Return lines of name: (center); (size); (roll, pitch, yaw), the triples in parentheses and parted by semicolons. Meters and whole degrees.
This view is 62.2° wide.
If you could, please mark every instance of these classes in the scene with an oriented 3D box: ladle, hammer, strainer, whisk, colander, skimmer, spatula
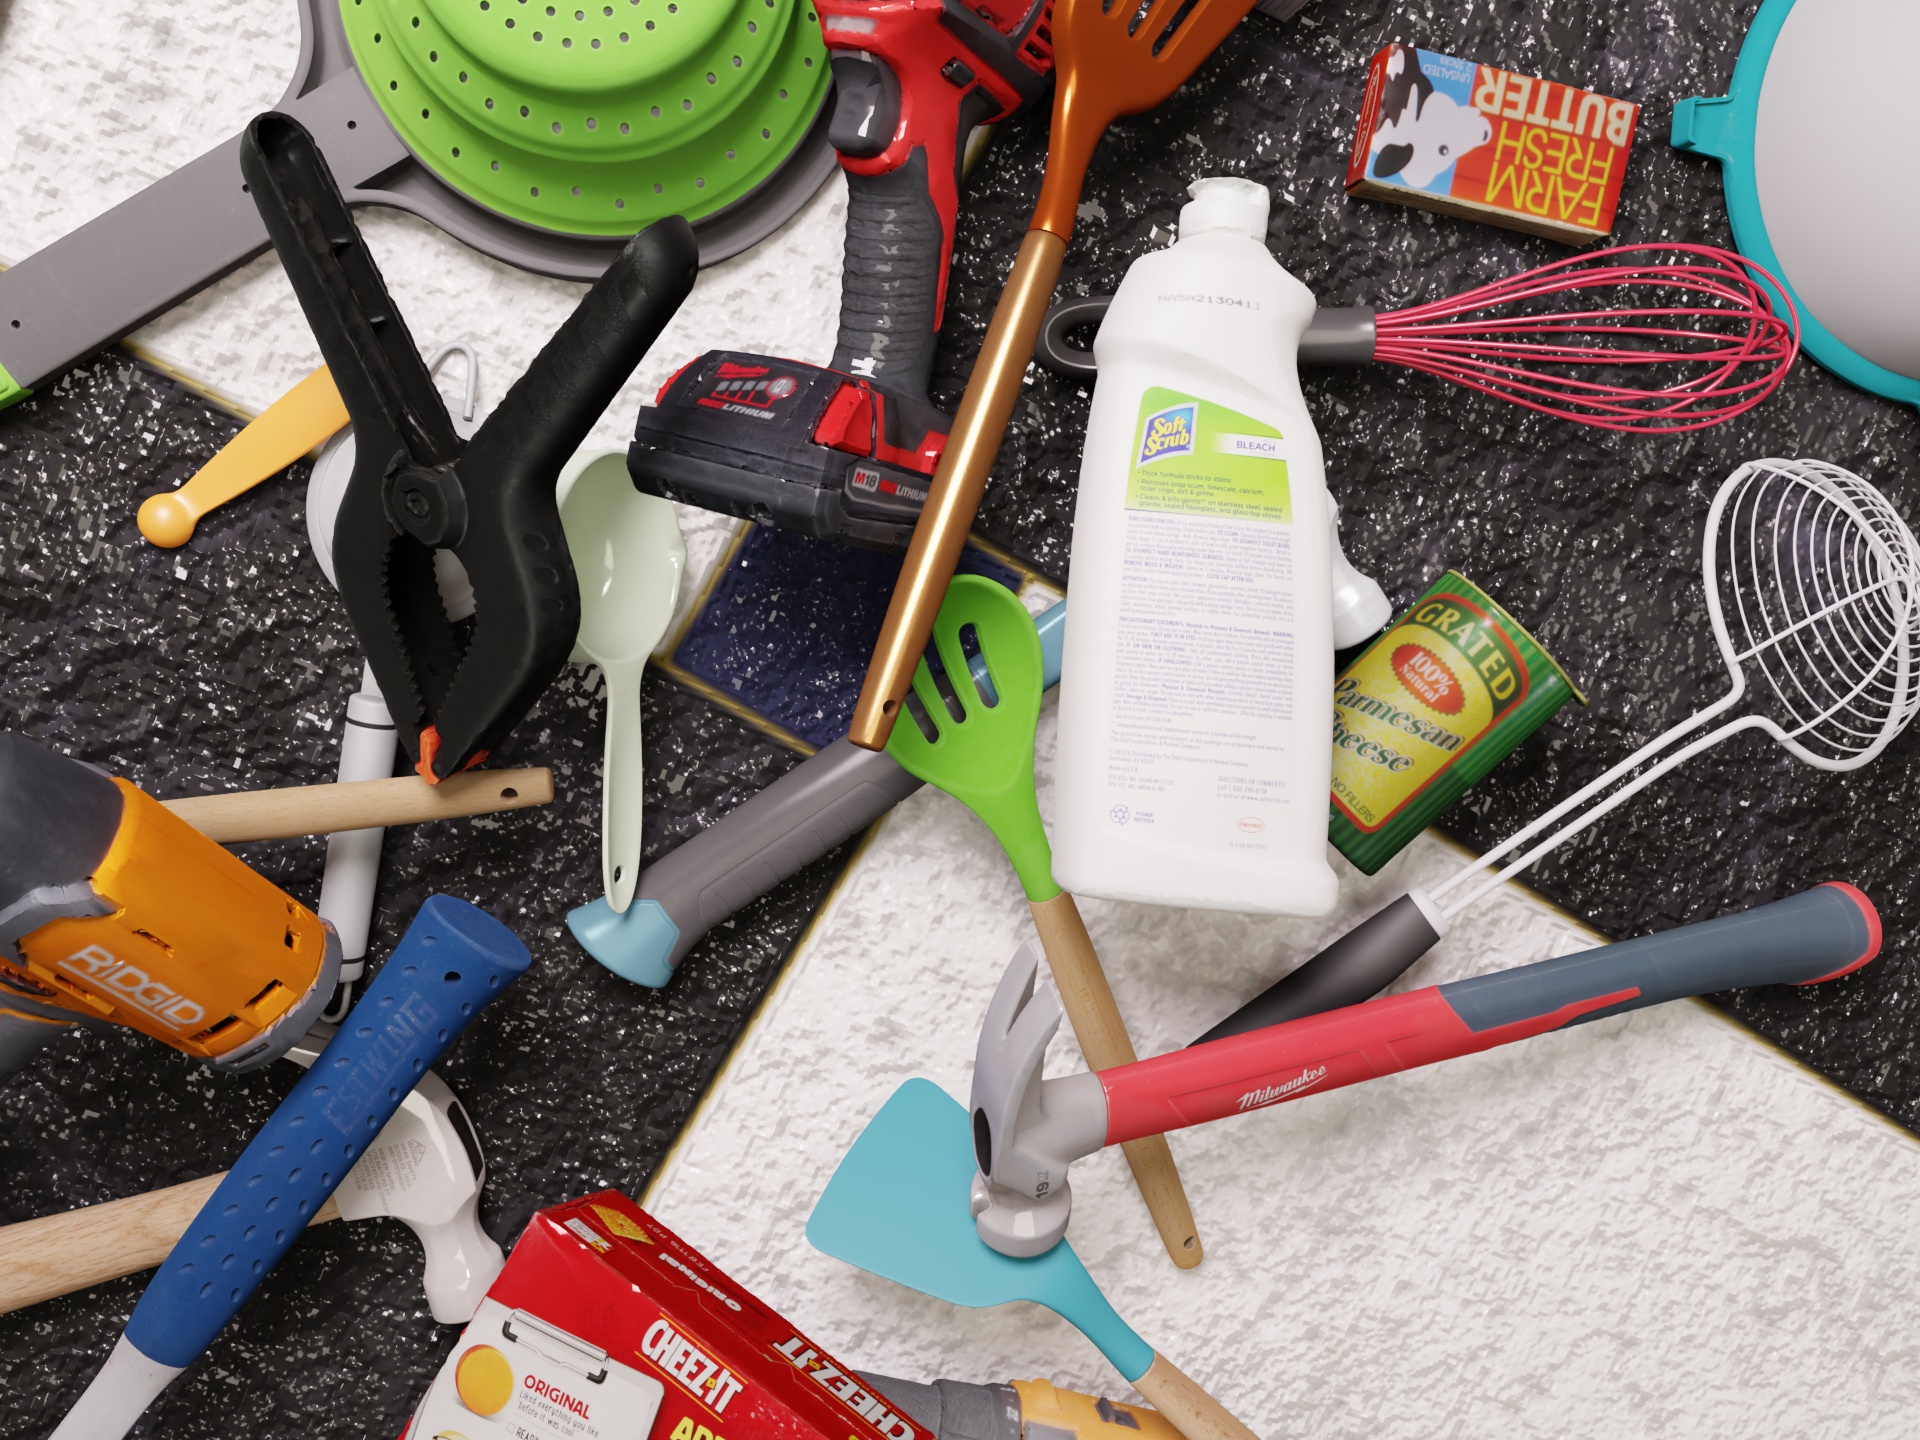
ladle: (-0.304, 0.036, 0.555); (0.320, 0.062, 0.078); (-6, 108, -6)
hammer: (0.191, 0.103, 0.600); (0.386, 0.038, 0.143); (-10, 132, -16)
strainer: (-0.211, -0.011, 0.578); (0.087, 0.050, 0.258); (13, 99, 7)
whisk: (0.174, -0.145, 0.604); (0.296, 0.073, 0.073); (0, 97, -1)
colander: (-0.193, -0.212, 0.526); (0.397, 0.094, 0.204); (-32, 100, -3)
hammer: (-0.346, 0.198, 0.588); (0.331, 0.031, 0.130); (-14, 99, -5)
skimmer: (0.234, 0.034, 0.646); (0.363, 0.090, 0.127); (-37, 100, 8)
strainer: (0.458, -0.273, 0.604); (0.340, 0.095, 0.211); (-44, 100, 1)
hammer: (-0.297, 0.228, 0.565); (0.144, 0.035, 0.405); (37, 93, -12)
spatula: (0.083, 0.265, 0.616); (0.317, 0.044, 0.082); (43, 52, -6)
hammer: (-0.001, -0.002, 0.609); (0.331, 0.033, 0.128); (-34, 101, -2)
spatula: (0.027, -0.141, 0.534); (0.081, 0.041, 0.323); (25, 80, -36)

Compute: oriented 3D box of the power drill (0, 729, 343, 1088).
power drill: (-0.341, 0.088, 0.504); (0.226, 0.084, 0.164); (-28, 136, 7)

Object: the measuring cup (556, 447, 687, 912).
measuring cup: (-0.136, -0.014, 0.572); (0.038, 0.083, 0.167); (6, 101, 23)

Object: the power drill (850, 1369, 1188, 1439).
power drill: (0.003, 0.373, 0.633); (0.185, 0.084, 0.226); (17, 90, -10)

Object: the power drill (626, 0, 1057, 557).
power drill: (-0.032, -0.171, 0.530); (0.078, 0.143, 0.219); (17, 97, 24)

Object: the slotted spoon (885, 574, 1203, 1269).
slotted spoon: (0.039, 0.088, 0.605); (0.070, 0.031, 0.313); (-29, 111, -19)

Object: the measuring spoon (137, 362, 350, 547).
measuring spoon: (-0.248, -0.099, 0.567); (0.117, 0.011, 0.021); (-34, 99, 7)
